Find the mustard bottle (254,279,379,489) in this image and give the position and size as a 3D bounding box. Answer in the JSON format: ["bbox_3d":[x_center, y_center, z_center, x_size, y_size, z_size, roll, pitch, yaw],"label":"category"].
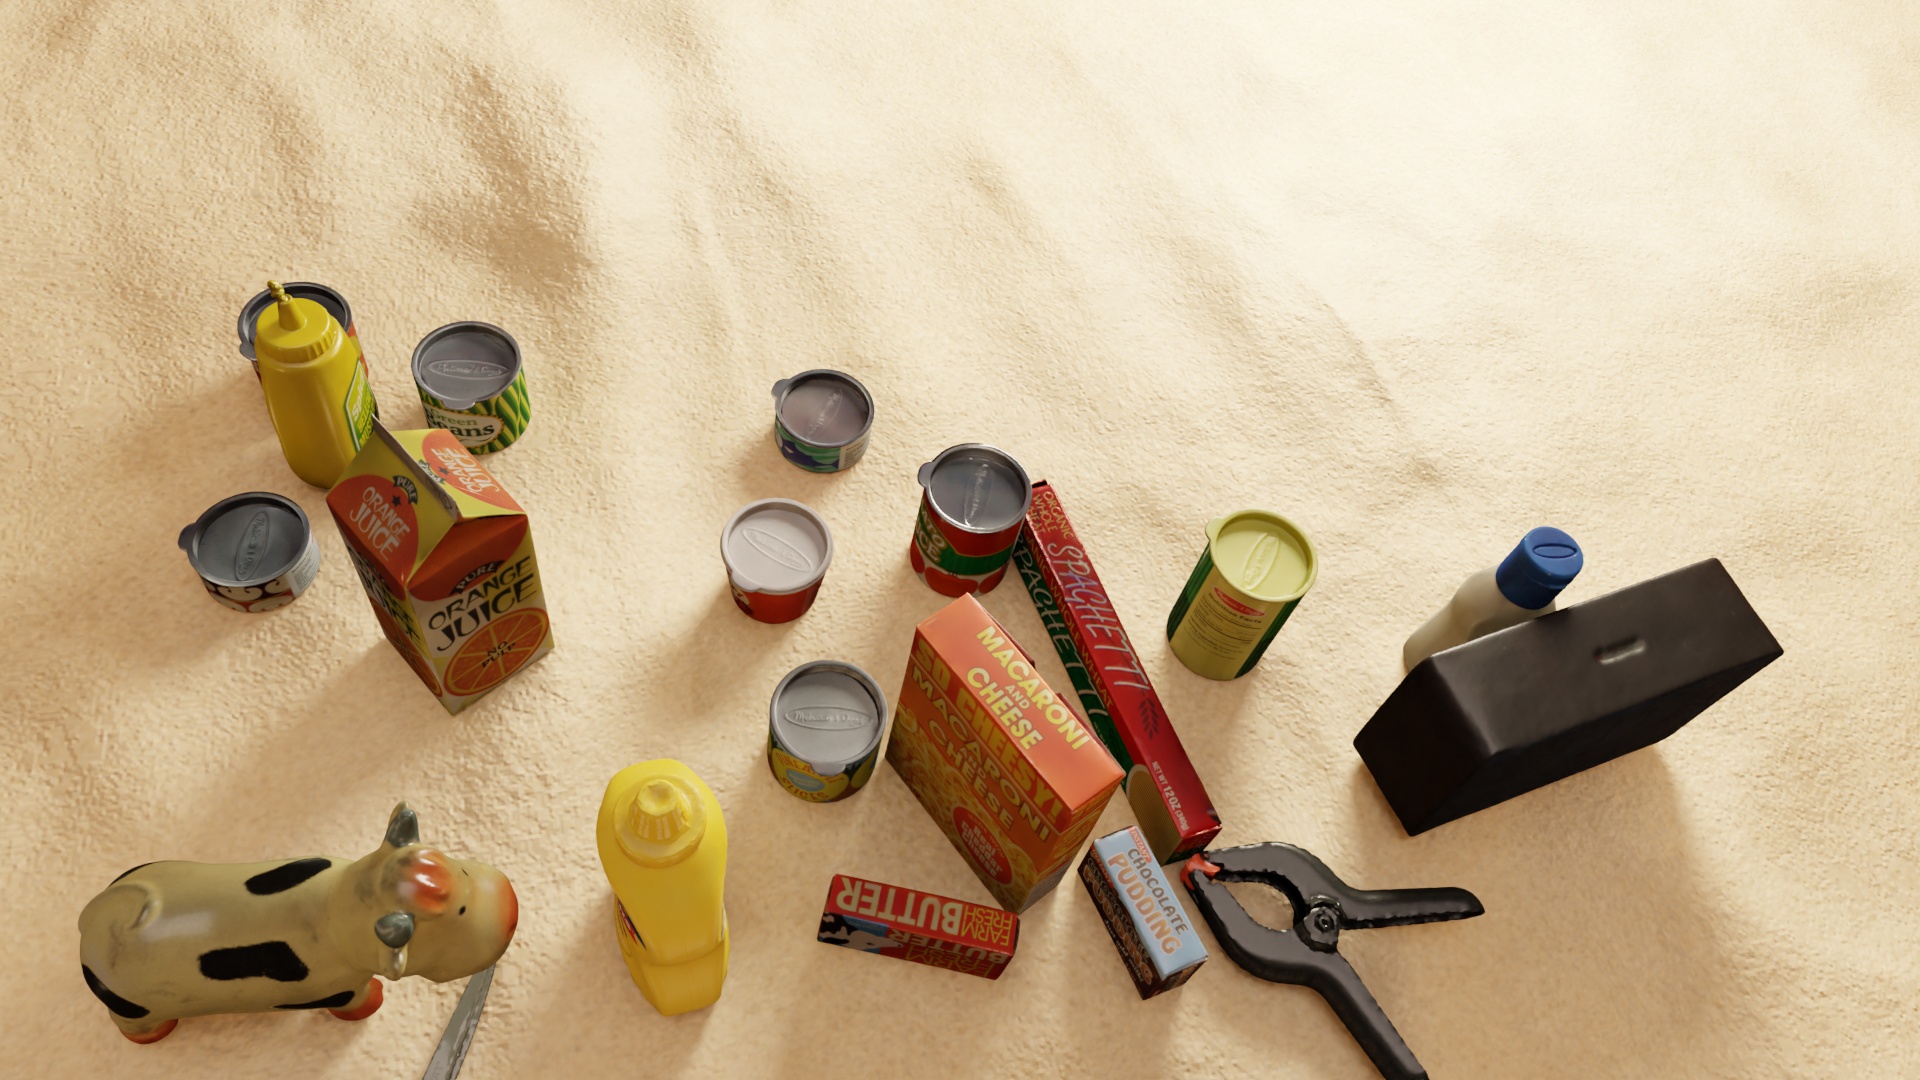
[{"bbox_3d":[-0.380,-0.094,0.815,0.049,0.159,0.065,3,57,-8],"label":"mustard bottle"}]

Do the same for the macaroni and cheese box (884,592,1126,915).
[{"bbox_3d":[0.017,0.119,0.745,0.040,0.165,0.124,-31,68,-26],"label":"macaroni and cheese box"}]

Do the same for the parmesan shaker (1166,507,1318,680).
[{"bbox_3d":[0.170,0.033,0.864,0.071,0.102,0.071,5,57,-7],"label":"parmesan shaker"}]

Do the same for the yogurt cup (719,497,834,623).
[{"bbox_3d":[-0.114,0.015,0.855,0.072,0.053,0.073,5,57,-7],"label":"yogurt cup"}]

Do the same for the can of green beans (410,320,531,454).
[{"bbox_3d":[-0.312,-0.097,0.890,0.071,0.057,0.071,5,57,-7],"label":"can of green beans"}]

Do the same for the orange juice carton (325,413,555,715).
[{"bbox_3d":[-0.277,0.010,0.747,0.073,0.191,0.072,-37,70,-28],"label":"orange juice carton"}]

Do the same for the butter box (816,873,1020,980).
[{"bbox_3d":[-0.023,0.208,0.748,0.103,0.052,0.024,13,57,-2],"label":"butter box"}]

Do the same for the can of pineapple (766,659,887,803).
[{"bbox_3d":[-0.078,0.112,0.797,0.071,0.057,0.071,5,57,-7],"label":"can of pineapple"}]

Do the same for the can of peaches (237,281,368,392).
[{"bbox_3d":[-0.420,-0.120,0.886,0.071,0.057,0.071,5,57,-7],"label":"can of peaches"}]

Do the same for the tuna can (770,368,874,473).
[{"bbox_3d":[-0.094,-0.081,0.933,0.071,0.032,0.071,5,57,-7],"label":"tuna can"}]

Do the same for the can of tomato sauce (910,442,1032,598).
[{"bbox_3d":[0.003,-0.011,0.875,0.071,0.082,0.071,5,57,-7],"label":"can of tomato sauce"}]

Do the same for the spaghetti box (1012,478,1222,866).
[{"bbox_3d":[0.087,0.076,0.854,0.029,0.050,0.251,-15,61,-18],"label":"spaghetti box"}]

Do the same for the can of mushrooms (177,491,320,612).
[{"bbox_3d":[-0.418,0.007,0.819,0.071,0.033,0.071,5,57,-7],"label":"can of mushrooms"}]

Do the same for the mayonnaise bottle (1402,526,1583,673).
[{"bbox_3d":[0.331,0.045,0.859,0.065,0.147,0.041,0,58,-10],"label":"mayonnaise bottle"}]

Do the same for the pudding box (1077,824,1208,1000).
[{"bbox_3d":[0.100,0.207,0.773,0.030,0.049,0.084,-18,62,-20],"label":"pudding box"}]
